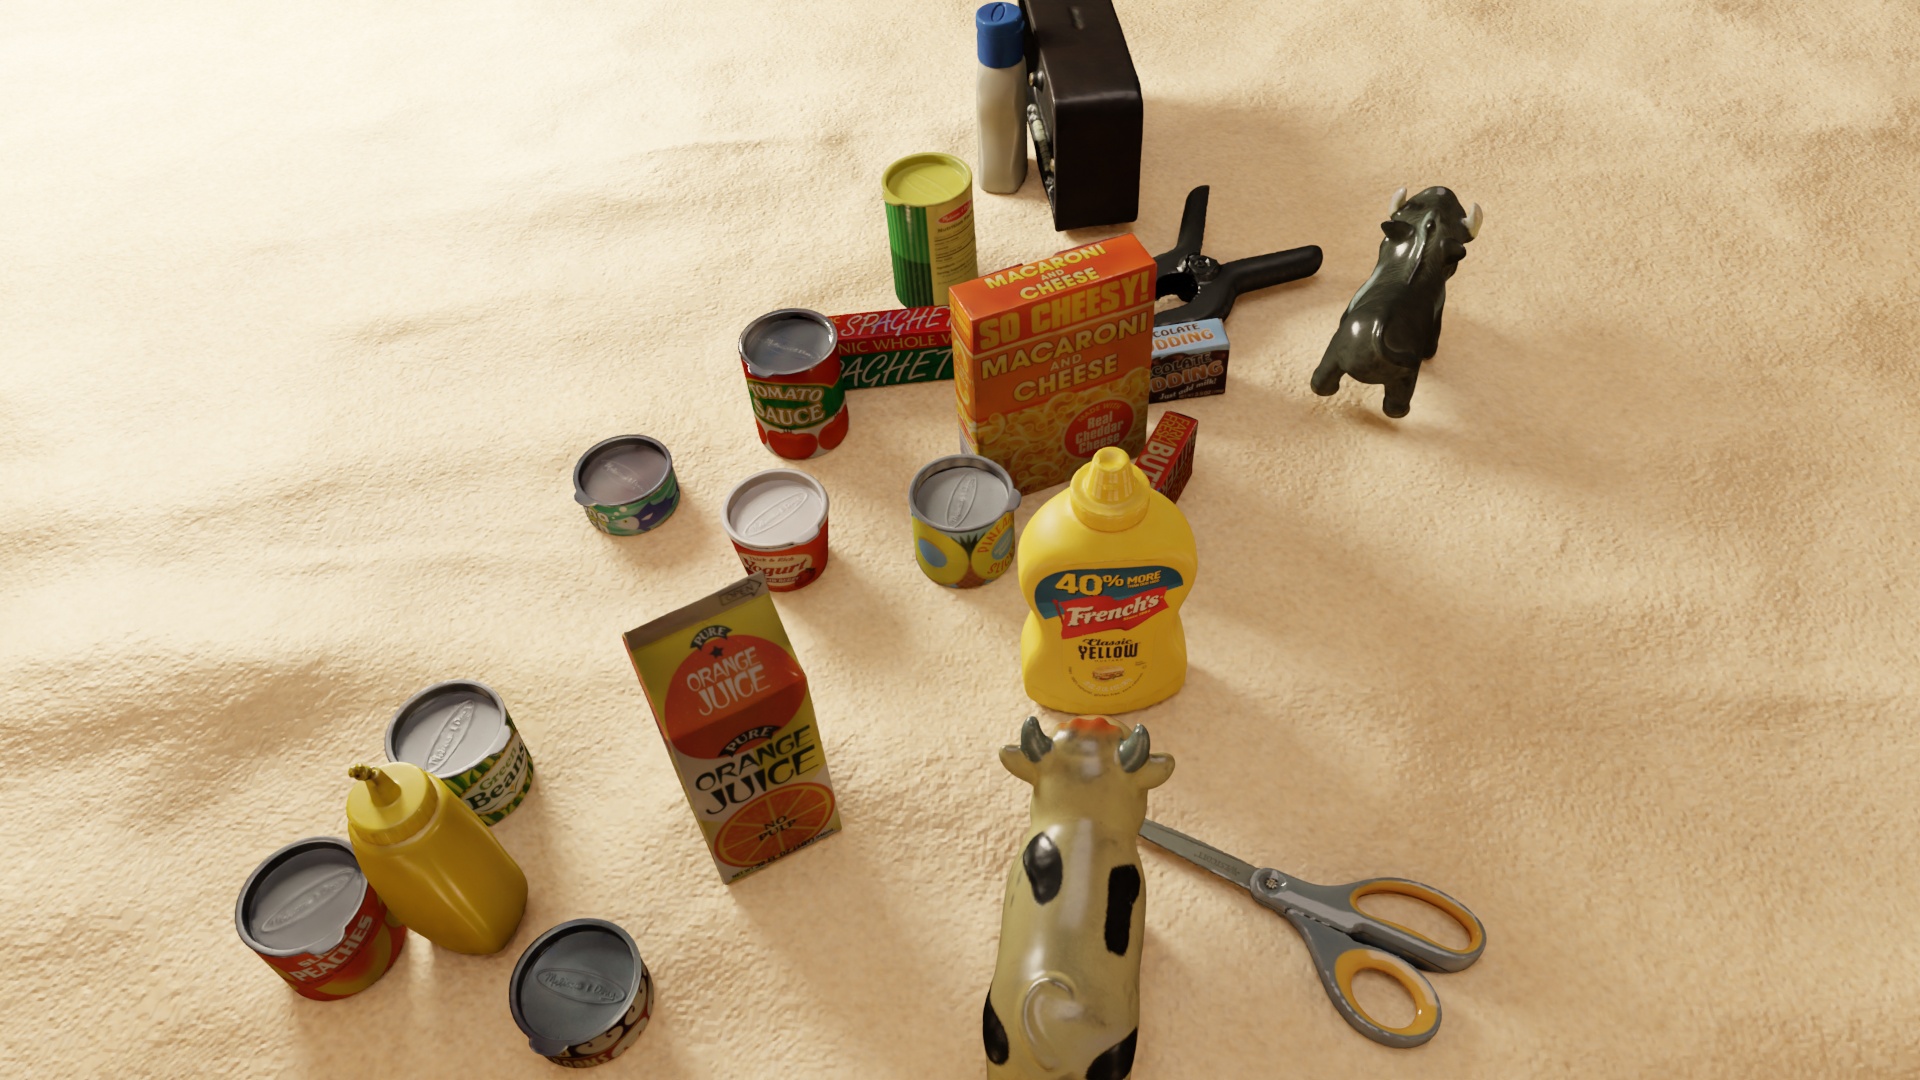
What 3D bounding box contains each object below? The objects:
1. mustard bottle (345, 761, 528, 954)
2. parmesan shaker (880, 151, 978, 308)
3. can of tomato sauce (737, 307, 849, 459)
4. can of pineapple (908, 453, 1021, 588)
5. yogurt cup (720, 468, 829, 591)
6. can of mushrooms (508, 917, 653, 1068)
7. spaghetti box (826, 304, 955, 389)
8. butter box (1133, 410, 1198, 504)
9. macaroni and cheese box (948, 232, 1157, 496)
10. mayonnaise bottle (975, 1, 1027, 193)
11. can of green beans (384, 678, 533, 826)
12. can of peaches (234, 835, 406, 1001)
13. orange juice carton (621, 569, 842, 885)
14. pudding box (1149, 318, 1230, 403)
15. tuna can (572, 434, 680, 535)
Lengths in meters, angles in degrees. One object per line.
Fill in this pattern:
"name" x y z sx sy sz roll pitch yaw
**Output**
"mustard bottle" -0.265 0.152 0.688 0.065 0.159 0.049 9 51 12
"parmesan shaker" -0.024 -0.227 1.038 0.071 0.102 0.072 -2 49 2
"can of tomato sauce" -0.113 -0.105 0.952 0.071 0.082 0.071 -2 49 2
"can of pineapple" 0.003 -0.011 0.879 0.071 0.057 0.071 -2 49 2
"yogurt cup" -0.114 -0.004 0.884 0.072 0.053 0.073 -2 49 2
"can of mushrooms" -0.191 0.230 0.699 0.071 0.033 0.071 -2 49 2
"spaghetti box" -0.006 -0.143 0.999 0.250 0.050 0.029 -6 49 -1
"butter box" 0.123 -0.031 0.891 0.024 0.052 0.104 19 53 19
"macaroni and cheese box" 0.058 -0.105 0.886 0.124 0.165 0.040 -19 51 -12
"mayonnaise bottle" 0.033 -0.356 1.118 0.041 0.147 0.065 6 50 9
"can of green beans" -0.281 0.121 0.783 0.071 0.057 0.071 -2 49 2
"can of peaches" -0.329 0.198 0.719 0.071 0.057 0.071 -2 49 2
"orange juice carton" -0.117 0.090 0.710 0.072 0.191 0.073 -23 52 -16
"pudding box" 0.144 -0.124 0.973 0.084 0.049 0.030 -8 49 -3
"tuna can" -0.225 -0.036 0.932 0.071 0.032 0.071 -2 49 2
